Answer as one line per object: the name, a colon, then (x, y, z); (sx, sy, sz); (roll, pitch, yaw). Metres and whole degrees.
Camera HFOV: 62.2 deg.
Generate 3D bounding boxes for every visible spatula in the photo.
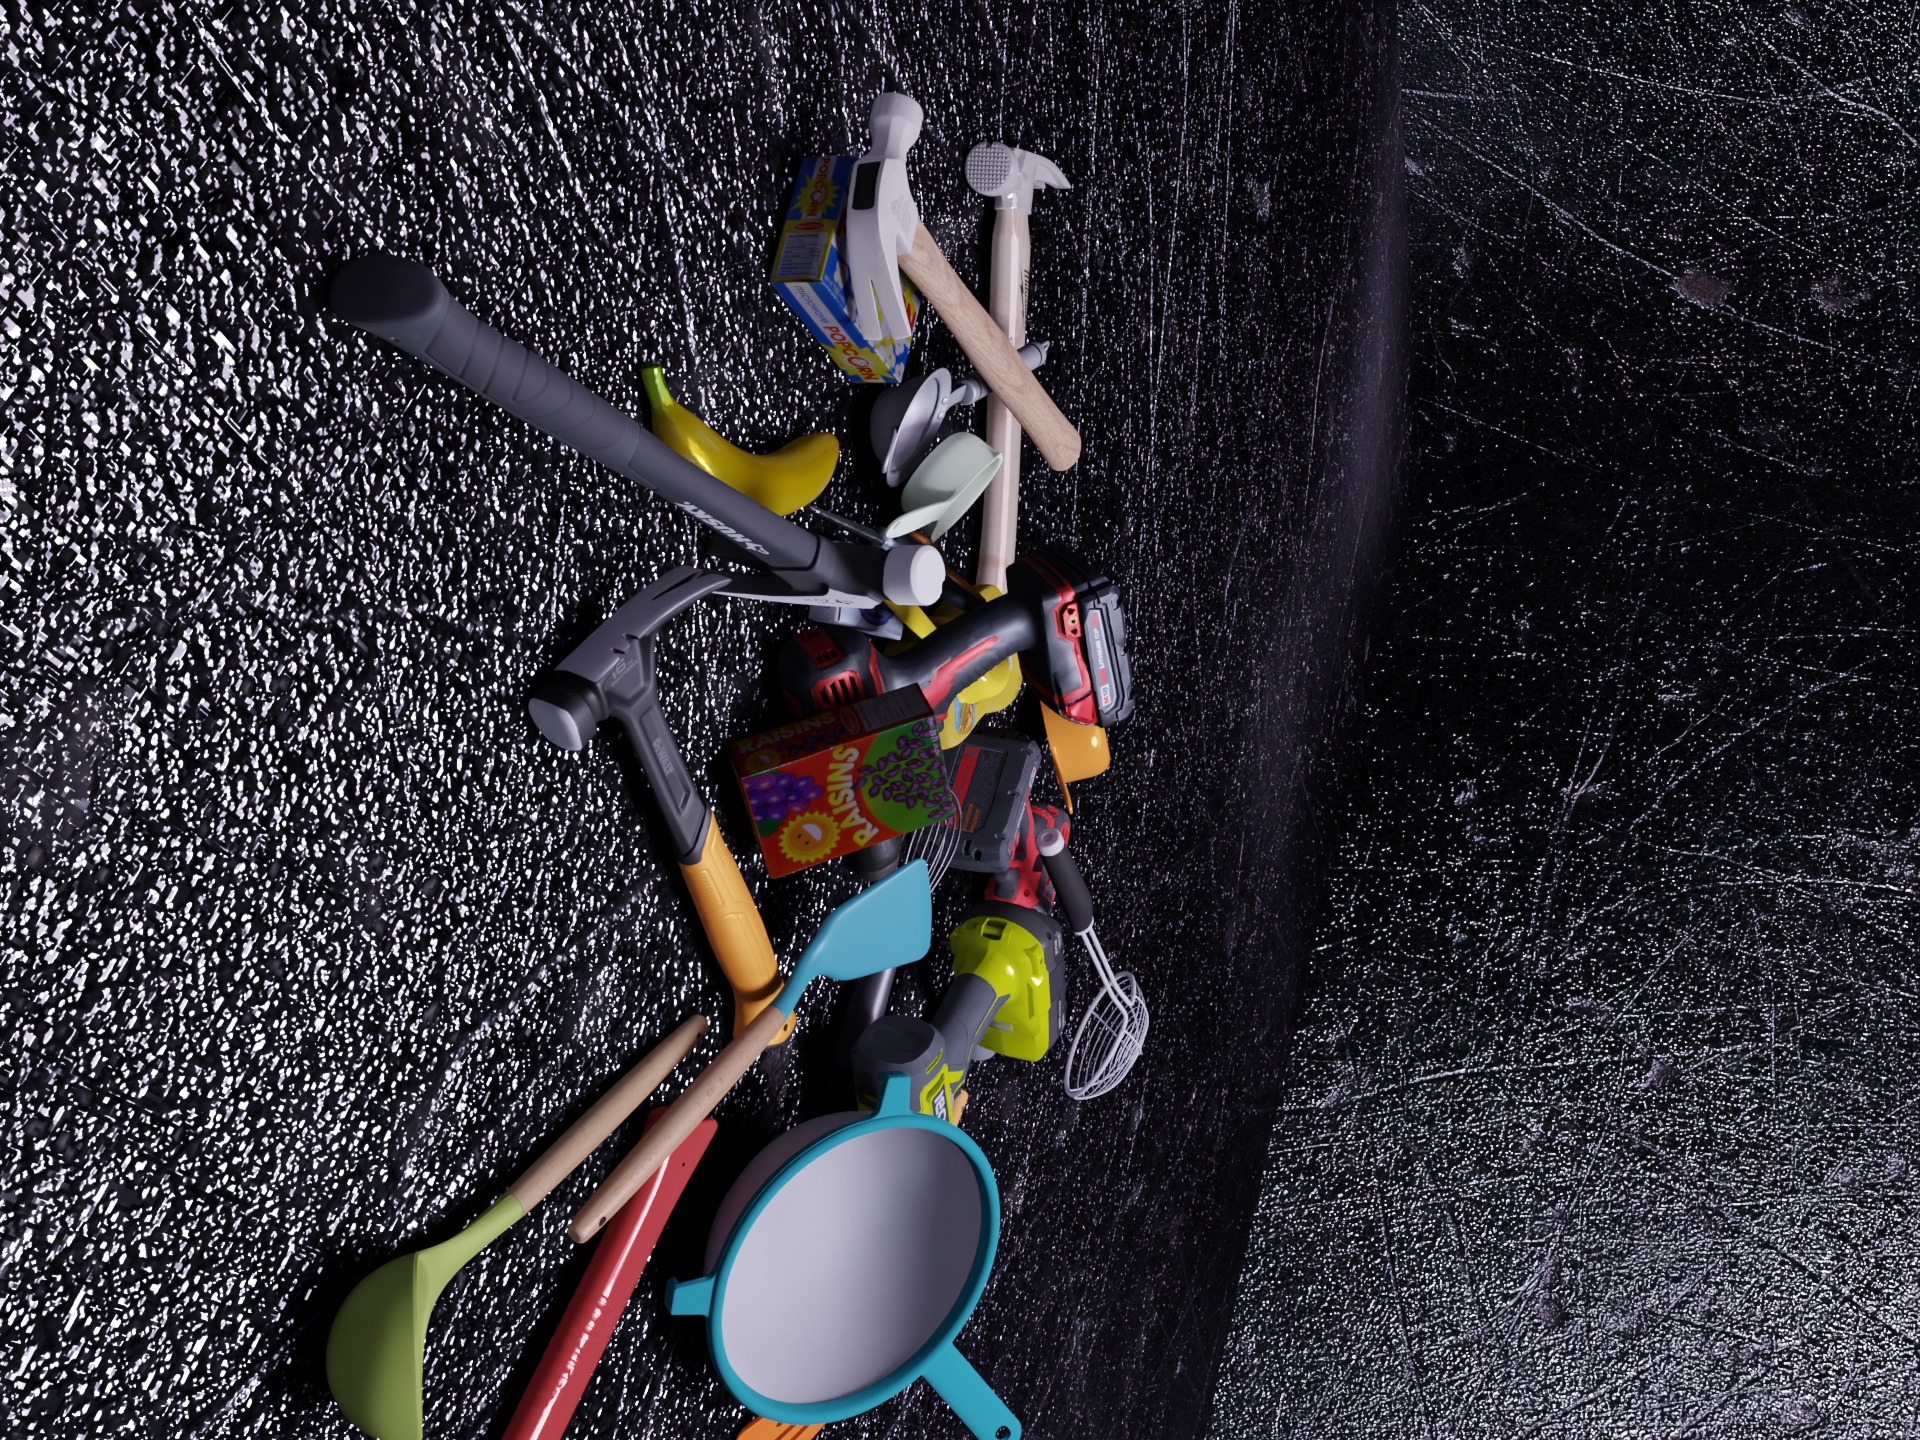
spatula: (-0.069, 0.408, 1.185); (0.080, 0.041, 0.323); (76, 32, -42)
spatula: (-0.114, 0.191, 0.931); (0.317, 0.044, 0.082); (-45, 143, -47)

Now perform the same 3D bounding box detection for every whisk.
whisk: (-0.053, 0.157, 1.155); (0.055, 0.055, 0.239); (44, 61, -63)

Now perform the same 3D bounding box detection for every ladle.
ladle: (-0.202, 0.235, 0.807); (0.320, 0.062, 0.078); (-42, 142, -61)

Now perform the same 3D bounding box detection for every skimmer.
skimmer: (0.094, 0.209, 1.392); (0.362, 0.090, 0.127); (66, 37, -45)

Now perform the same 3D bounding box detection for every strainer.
strainer: (-0.057, 0.380, 1.063); (0.211, 0.095, 0.340); (-42, 125, -17)
strainer: (-0.002, -0.229, 1.116); (0.258, 0.050, 0.086); (-40, 157, -48)

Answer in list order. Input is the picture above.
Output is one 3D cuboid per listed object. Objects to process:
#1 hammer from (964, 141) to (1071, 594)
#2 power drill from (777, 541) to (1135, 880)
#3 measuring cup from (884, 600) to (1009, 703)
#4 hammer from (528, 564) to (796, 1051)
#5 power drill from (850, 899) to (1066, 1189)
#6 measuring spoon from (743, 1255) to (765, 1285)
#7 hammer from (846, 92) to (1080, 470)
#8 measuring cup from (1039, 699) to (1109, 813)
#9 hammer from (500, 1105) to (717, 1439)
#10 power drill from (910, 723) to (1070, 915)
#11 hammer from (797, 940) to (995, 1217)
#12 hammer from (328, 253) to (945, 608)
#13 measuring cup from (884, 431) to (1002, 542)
hammer: (0.038, -0.232, 1.256); (0.146, 0.038, 0.410); (-26, 122, -65)
power drill: (-0.002, -0.003, 1.053); (0.226, 0.080, 0.187); (-23, 127, -16)
measuring cup: (-0.012, -0.065, 1.086); (0.156, 0.029, 0.062); (43, 42, -47)
hammer: (-0.142, 0.073, 0.908); (0.127, 0.034, 0.336); (-51, 145, -35)
power drill: (-0.001, 0.259, 1.183); (0.228, 0.080, 0.190); (-47, 140, -49)
measuring spoon: (-0.117, 0.358, 1.105); (0.117, 0.011, 0.021); (-26, 121, -64)
hammer: (0.011, -0.253, 1.051); (0.331, 0.031, 0.130); (39, 58, -58)
measuring cup: (0.106, 0.029, 1.389); (0.174, 0.052, 0.095); (-98, 175, -62)
hammer: (-0.217, 0.371, 0.837); (0.149, 0.037, 0.359); (72, 34, -47)
power drill: (0.034, 0.106, 1.308); (0.219, 0.078, 0.143); (61, 42, -59)
hammer: (-0.044, 0.276, 1.225); (0.331, 0.033, 0.128); (-39, 133, -59)
hammer: (-0.153, -0.123, 0.756); (0.334, 0.146, 0.035); (29, 70, -54)
measuring cup: (-0.025, -0.153, 1.064); (0.083, 0.038, 0.167); (-50, 174, 27)
